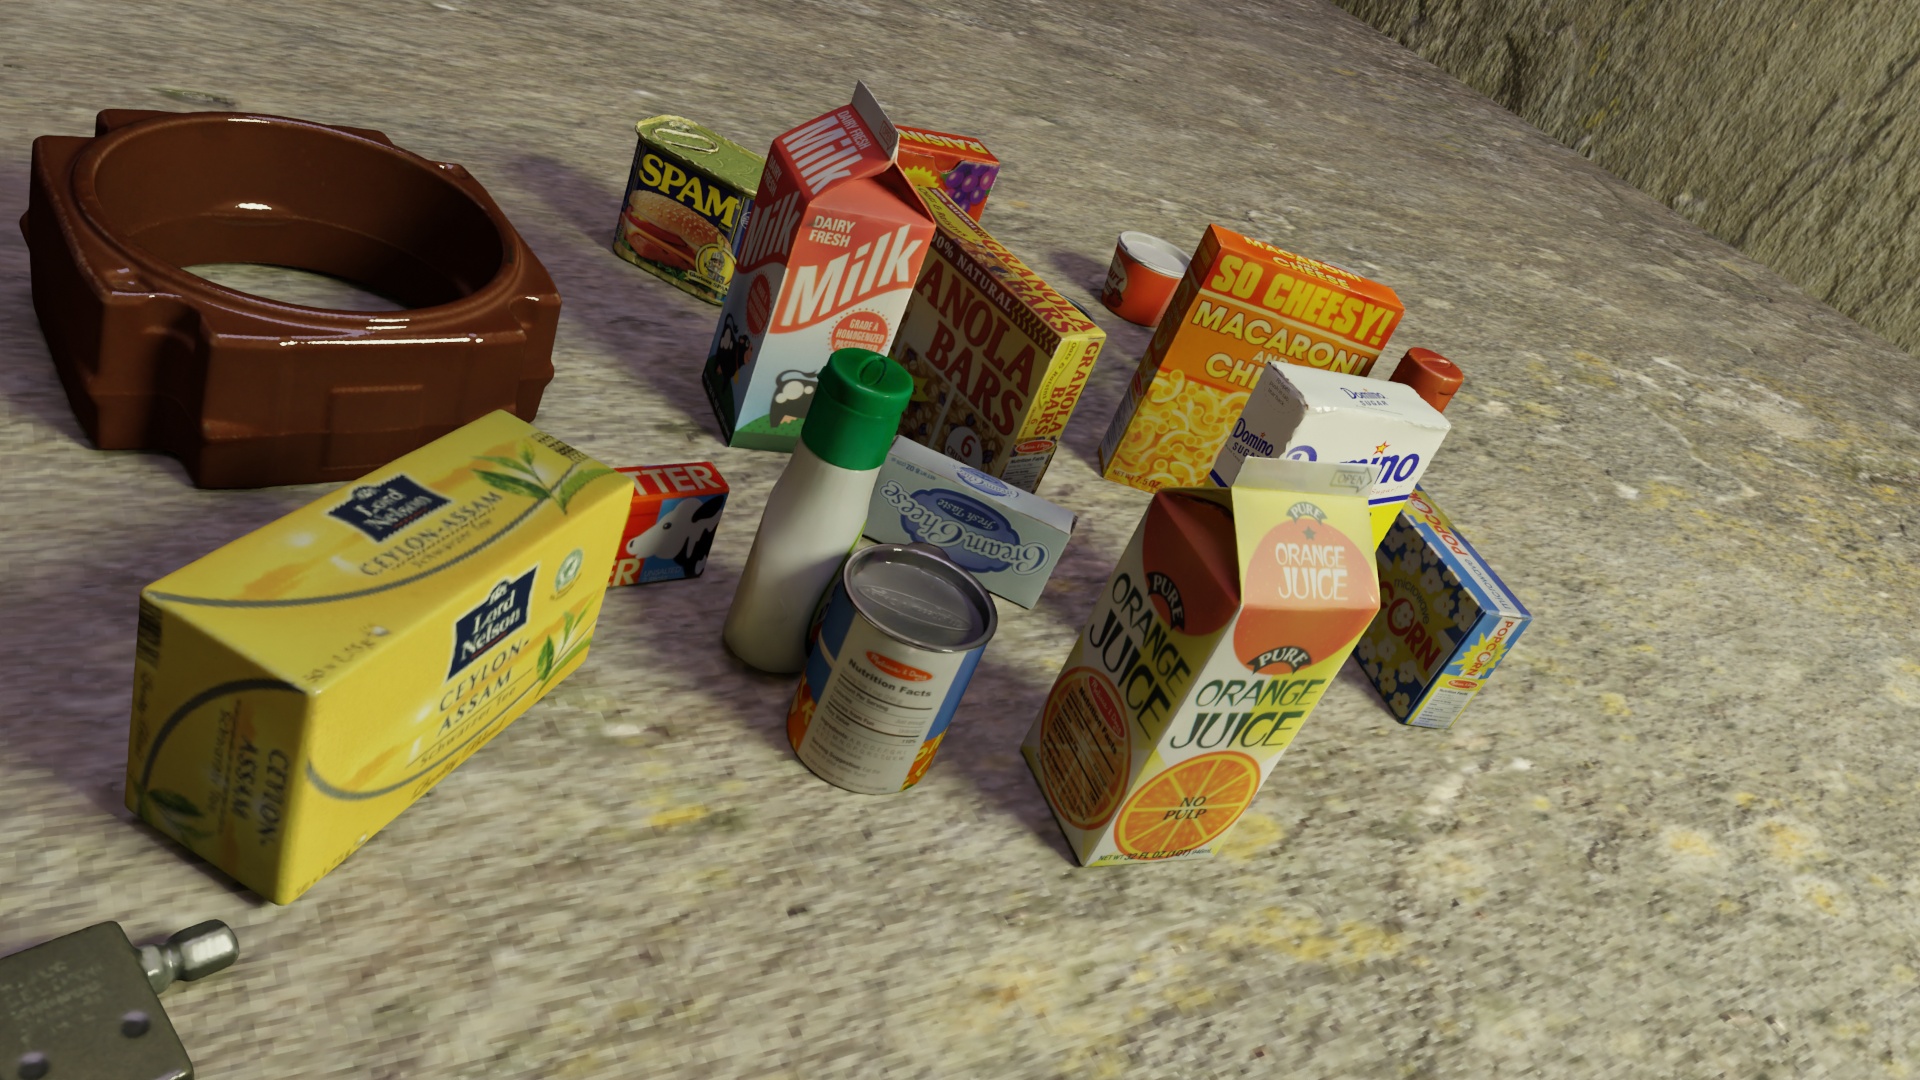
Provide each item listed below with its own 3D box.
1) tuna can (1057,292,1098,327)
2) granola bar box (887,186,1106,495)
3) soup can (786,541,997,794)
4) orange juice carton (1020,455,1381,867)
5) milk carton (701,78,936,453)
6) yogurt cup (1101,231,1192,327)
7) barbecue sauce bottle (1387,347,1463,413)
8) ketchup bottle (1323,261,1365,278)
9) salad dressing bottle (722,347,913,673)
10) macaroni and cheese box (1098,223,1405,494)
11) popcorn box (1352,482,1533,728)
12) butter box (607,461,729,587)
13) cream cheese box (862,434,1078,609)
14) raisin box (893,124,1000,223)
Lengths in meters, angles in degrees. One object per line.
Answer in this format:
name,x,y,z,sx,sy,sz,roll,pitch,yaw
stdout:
tuna can,0.063,-0.149,0.983,0.071,0.032,0.071,17,32,-11
granola bar box,-0.001,-0.109,0.797,0.039,0.123,0.166,-7,43,-40
soup can,-0.029,0.052,0.578,0.071,0.083,0.072,17,32,-11
orange juice carton,0.101,0.044,0.573,0.072,0.191,0.073,4,37,-29
milk carton,-0.073,-0.142,0.735,0.073,0.189,0.072,4,37,-29
yogurt cup,0.147,-0.206,1.102,0.072,0.053,0.073,17,32,-11
barbecue sauce bottle,0.251,-0.046,0.845,0.065,0.147,0.044,-3,40,-36
ketchup bottle,0.220,-0.111,0.921,0.065,0.148,0.044,38,34,21
salad dressing bottle,-0.061,-0.011,0.591,0.044,0.147,0.064,23,32,-2
macaroni and cheese box,0.174,-0.097,0.853,0.124,0.165,0.040,16,32,-12
popcorn box,0.256,0.033,0.791,0.038,0.084,0.127,8,35,-25
butter box,-0.156,-0.005,0.609,0.104,0.052,0.024,-7,43,-40
cream cheese box,0.003,-0.009,0.718,0.104,0.053,0.024,24,32,0
raisin box,-0.036,-0.209,0.922,0.086,0.122,0.040,0,39,-33
